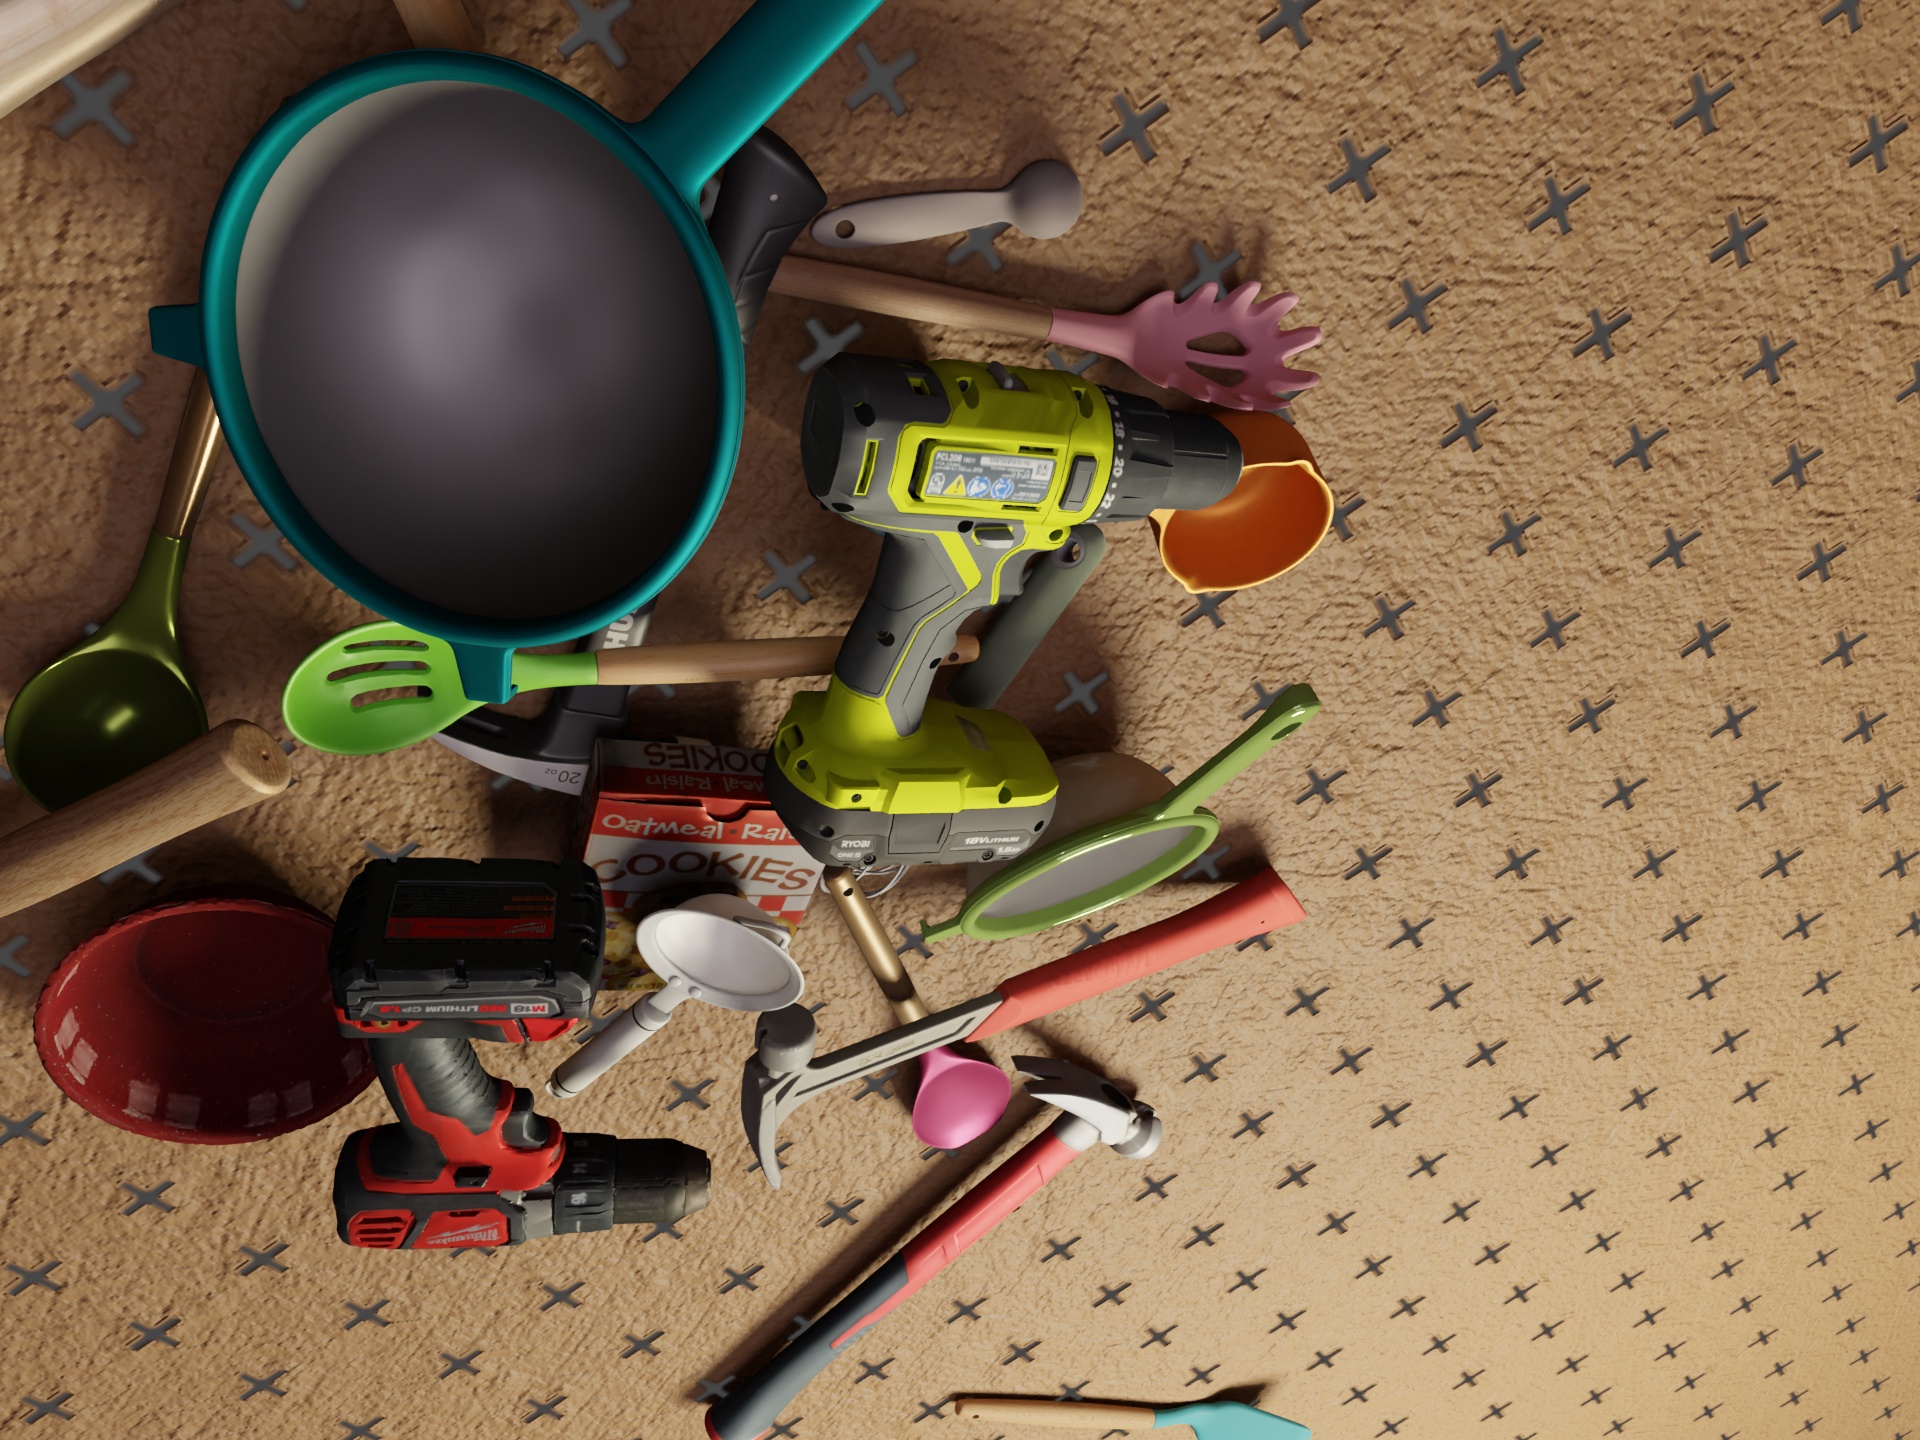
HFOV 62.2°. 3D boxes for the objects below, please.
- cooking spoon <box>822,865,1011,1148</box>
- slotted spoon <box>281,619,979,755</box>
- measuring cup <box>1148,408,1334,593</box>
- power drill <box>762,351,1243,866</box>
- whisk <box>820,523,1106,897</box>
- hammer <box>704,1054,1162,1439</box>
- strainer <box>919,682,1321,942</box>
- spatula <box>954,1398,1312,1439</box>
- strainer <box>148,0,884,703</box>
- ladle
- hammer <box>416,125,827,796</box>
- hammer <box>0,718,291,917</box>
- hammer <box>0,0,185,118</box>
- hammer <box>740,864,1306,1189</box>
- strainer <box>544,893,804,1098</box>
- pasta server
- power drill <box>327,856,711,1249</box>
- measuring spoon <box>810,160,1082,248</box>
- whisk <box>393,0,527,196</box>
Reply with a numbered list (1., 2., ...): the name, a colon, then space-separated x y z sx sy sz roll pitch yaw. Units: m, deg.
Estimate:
1. cooking spoon: -0.027 0.174 0.931 0.069 0.017 0.318 -30 139 -8
2. slotted spoon: -0.140 -0.024 0.726 0.313 0.031 0.070 -4 130 -19
3. measuring cup: 0.098 -0.120 0.769 0.173 0.052 0.095 13 136 -27
4. power drill: 0.012 -0.048 0.704 0.190 0.080 0.228 1 126 -25
5. whisk: -0.001 -0.003 0.835 0.246 0.058 0.059 -54 158 16
6. hammer: -0.045 0.366 1.066 0.386 0.038 0.143 -43 134 14
7. strainer: 0.086 0.033 0.830 0.151 0.069 0.256 -5 153 -39
8. spatula: 0.136 0.568 1.275 0.317 0.044 0.082 16 120 -27
9. strainer: -0.122 -0.177 0.584 0.340 0.095 0.211 -38 97 21
10. ladle: -0.316 -0.096 0.648 0.078 0.062 0.320 18 113 -24
11. hammer: -0.138 -0.101 0.703 0.146 0.035 0.334 10 124 -25
12. hammer: -0.415 0.073 0.681 0.331 0.031 0.129 -22 134 20
13. hammer: -0.213 -0.303 0.553 0.410 0.038 0.146 -32 129 4
14. hammer: 0.045 0.163 0.924 0.359 0.037 0.149 -17 141 -23
15. strainer: -0.156 0.145 0.826 0.086 0.050 0.258 35 130 -18
16. pasta server: 0.017 -0.185 0.715 0.316 0.040 0.060 5 88 -21
17. power drill: -0.212 0.176 0.779 0.188 0.080 0.226 2 126 -12
18. measuring spoon: -0.004 -0.220 0.695 0.124 0.018 0.034 -11 126 -11
19. whisk: -0.188 -0.270 0.528 0.047 0.051 0.244 -27 153 -8
